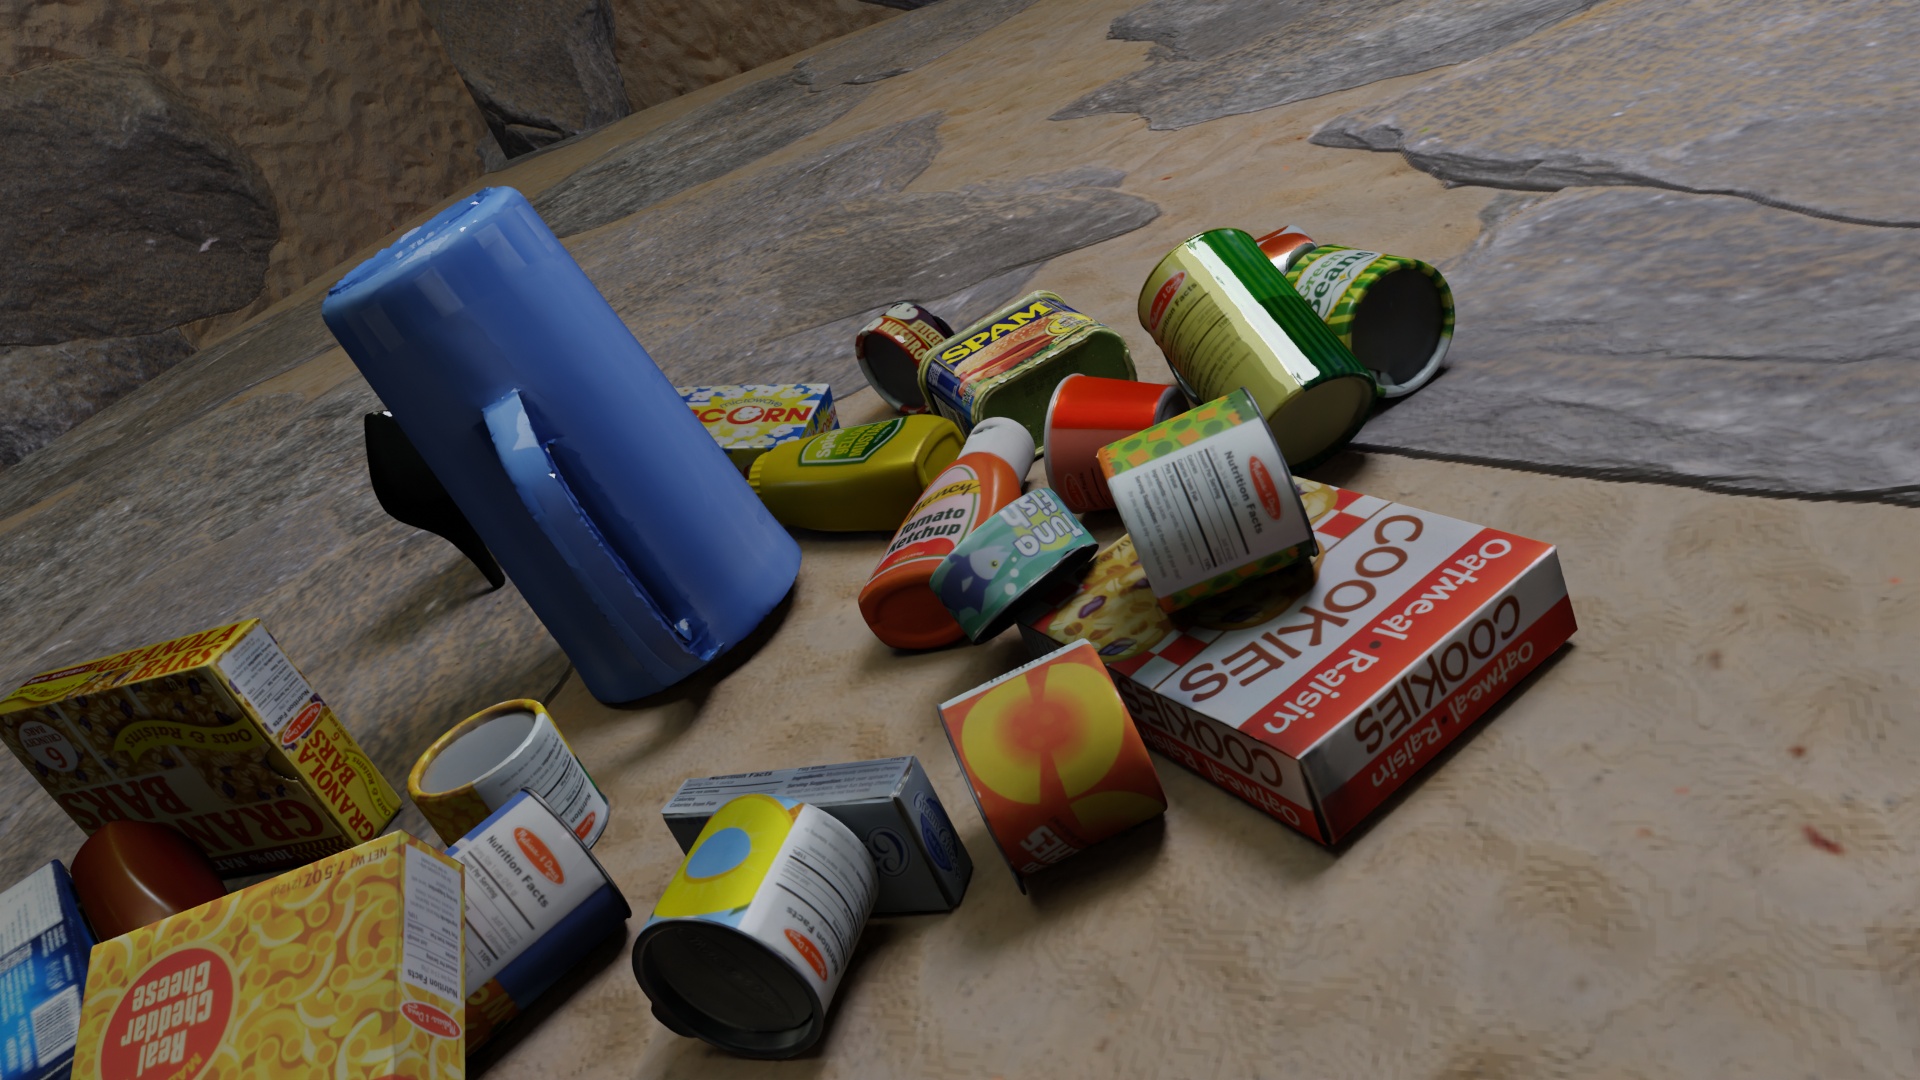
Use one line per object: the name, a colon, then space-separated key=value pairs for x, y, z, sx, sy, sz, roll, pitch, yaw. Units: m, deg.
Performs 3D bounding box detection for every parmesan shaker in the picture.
parmesan shaker: x=0.134 y=-0.084 z=0.639 sx=0.071 sy=0.071 sz=0.103 roll=-27 pitch=56 yaw=-4

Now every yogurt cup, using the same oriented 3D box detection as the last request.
yogurt cup: x=0.077 y=-0.046 z=0.661 sx=0.054 sy=0.072 sz=0.073 roll=2 pitch=36 yaw=29

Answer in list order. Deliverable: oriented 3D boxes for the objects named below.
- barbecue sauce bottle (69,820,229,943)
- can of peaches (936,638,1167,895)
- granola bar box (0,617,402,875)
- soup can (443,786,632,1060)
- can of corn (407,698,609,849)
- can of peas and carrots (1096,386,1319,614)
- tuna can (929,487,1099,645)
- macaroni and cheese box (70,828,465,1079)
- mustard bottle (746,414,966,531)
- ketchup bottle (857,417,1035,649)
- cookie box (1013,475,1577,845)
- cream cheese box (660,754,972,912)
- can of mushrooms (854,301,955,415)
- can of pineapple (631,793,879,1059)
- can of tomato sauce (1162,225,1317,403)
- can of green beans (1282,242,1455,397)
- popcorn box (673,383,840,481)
barbecue sauce bottle: x=-0.351 y=0.178 z=0.621 sx=0.149 sy=0.064 sz=0.044 roll=24 pitch=75 yaw=47
can of peaches: x=0.032 y=0.076 z=0.475 sx=0.058 sy=0.071 sz=0.071 roll=-25 pitch=26 yaw=-1
granola bar box: x=-0.383 y=0.111 z=0.694 sx=0.165 sy=0.123 sz=0.039 roll=-13 pitch=29 yaw=23
soup can: x=-0.178 y=0.147 z=0.526 sx=0.084 sy=0.071 sz=0.071 roll=-40 pitch=30 yaw=-26
can of corn: x=-0.200 y=0.112 z=0.612 sx=0.071 sy=0.058 sz=0.071 roll=-20 pitch=27 yaw=10
can of peas and carrots: x=0.088 y=-0.014 z=0.500 sx=0.059 sy=0.070 sz=0.071 roll=-23 pitch=26 yaw=8
tuna can: x=0.023 y=0.009 z=0.570 sx=0.071 sy=0.033 sz=0.071 roll=-37 pitch=-11 yaw=-8
macaroni and cheese box: x=-0.218 y=0.190 z=0.431 sx=0.123 sy=0.040 sz=0.167 roll=-21 pitch=53 yaw=7
mustard bottle: x=-0.071 y=-0.034 z=0.779 sx=0.160 sy=0.048 sz=0.066 roll=-4 pitch=32 yaw=35
ketchup bottle: x=0.002 y=-0.008 z=0.676 sx=0.064 sy=0.043 sz=0.149 roll=-18 pitch=26 yaw=28
cookie box: x=0.116 y=0.031 z=0.513 sx=0.123 sy=0.040 sz=0.167 roll=-35 pitch=27 yaw=-18
cream cheese box: x=-0.053 y=0.108 z=0.500 sx=0.103 sy=0.053 sz=0.024 roll=-10 pitch=28 yaw=27
can of mushrooms: x=-0.032 y=-0.114 z=0.869 sx=0.033 sy=0.070 sz=0.071 roll=-41 pitch=31 yaw=-27
can of pineapple: x=-0.068 y=0.128 z=0.463 sx=0.071 sy=0.070 sz=0.058 roll=-11 pitch=29 yaw=26
can of tomato sauce: x=0.148 y=-0.120 z=0.730 sx=0.083 sy=0.071 sz=0.071 roll=-25 pitch=26 yaw=-1
can of green beans: x=0.192 y=-0.106 z=0.667 sx=0.071 sy=0.071 sz=0.058 roll=-32 pitch=27 yaw=-13
popcorn box: x=-0.148 y=-0.063 z=0.871 sx=0.127 sy=0.038 sz=0.085 roll=0 pitch=32 yaw=11
